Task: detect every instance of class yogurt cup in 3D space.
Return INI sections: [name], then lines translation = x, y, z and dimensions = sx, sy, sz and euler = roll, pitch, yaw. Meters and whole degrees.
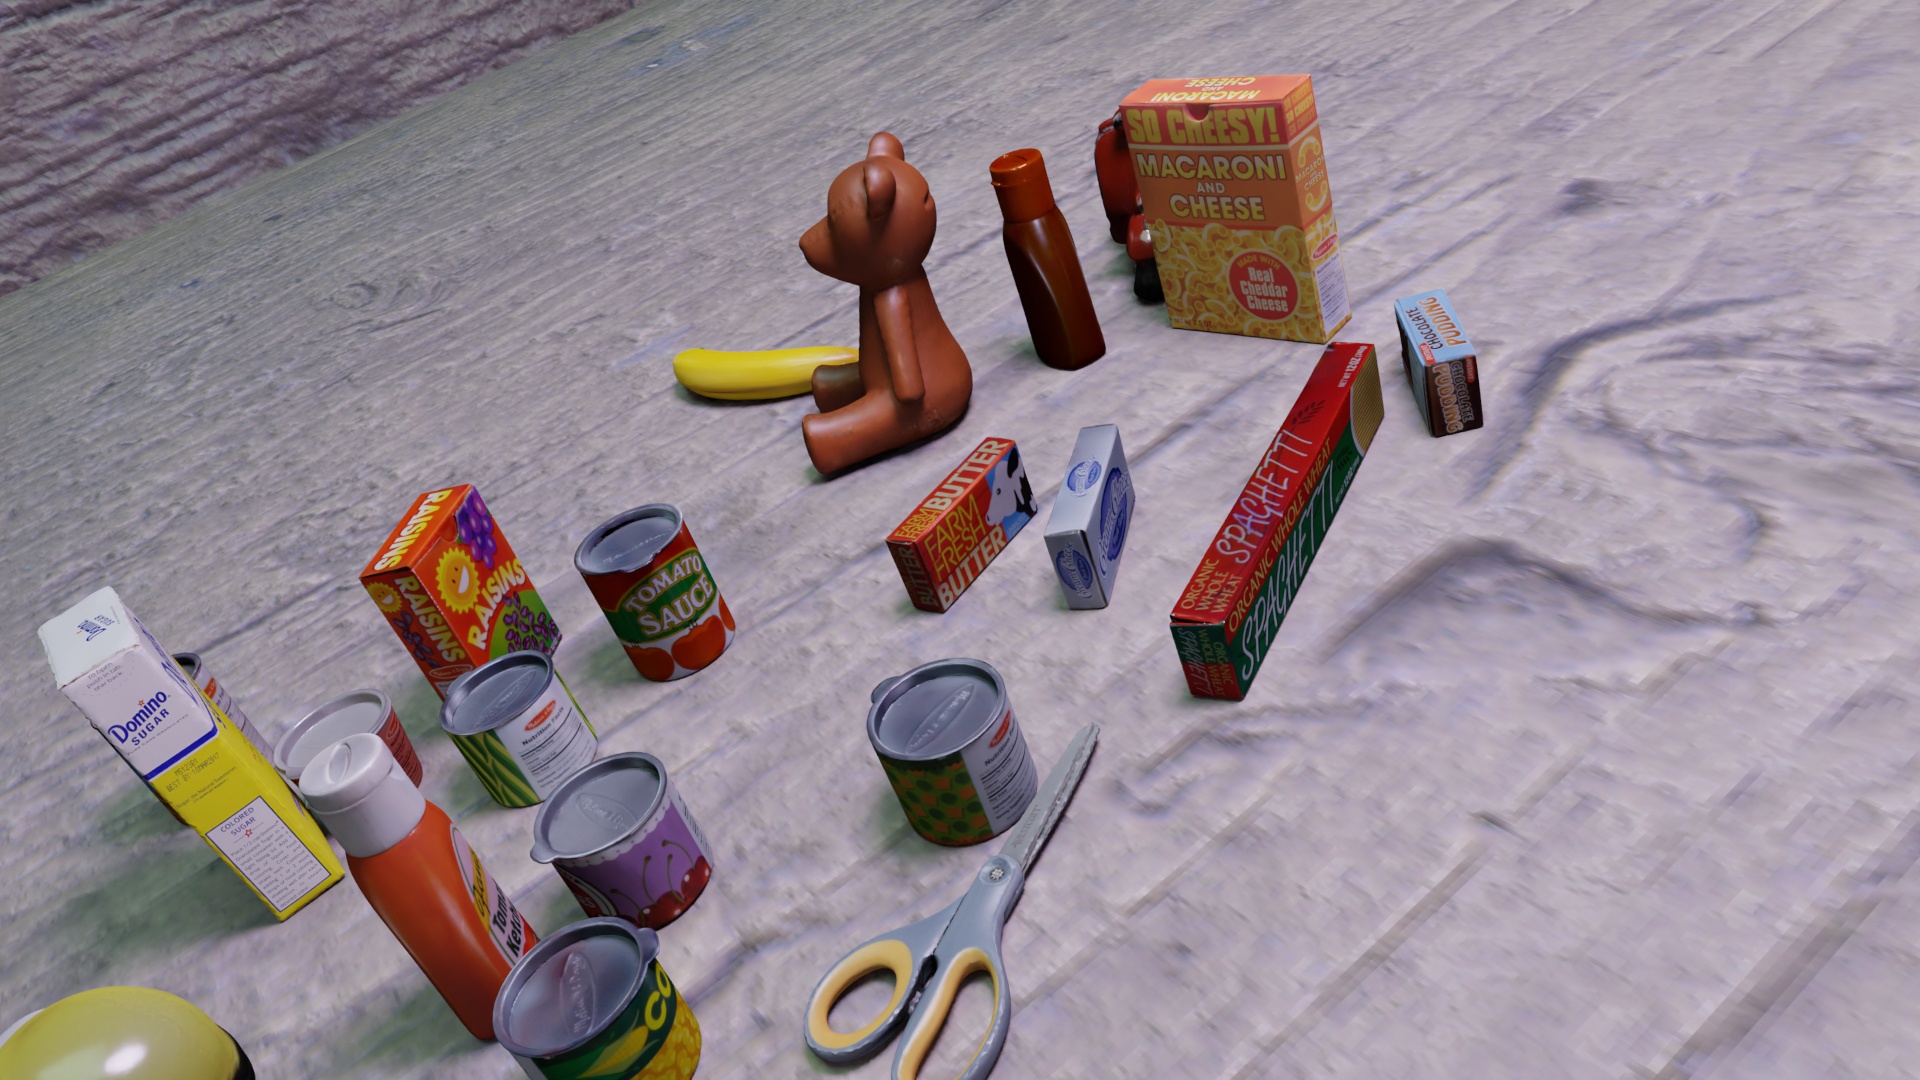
[yogurt cup]
translation = -0.345, 0.126, 0.792
dimensions = 0.072, 0.053, 0.073
euler = -14, 33, 10

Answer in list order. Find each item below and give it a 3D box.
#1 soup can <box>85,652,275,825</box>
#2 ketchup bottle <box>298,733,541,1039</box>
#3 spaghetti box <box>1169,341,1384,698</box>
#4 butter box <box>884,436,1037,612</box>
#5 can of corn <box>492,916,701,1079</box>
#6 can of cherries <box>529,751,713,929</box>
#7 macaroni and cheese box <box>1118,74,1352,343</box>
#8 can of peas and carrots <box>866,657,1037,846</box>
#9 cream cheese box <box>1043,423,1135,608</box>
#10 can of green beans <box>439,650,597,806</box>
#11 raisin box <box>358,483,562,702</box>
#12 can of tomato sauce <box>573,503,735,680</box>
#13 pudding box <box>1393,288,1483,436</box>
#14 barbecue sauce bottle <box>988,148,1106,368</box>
[soup can]
translation = -0.470, 0.121, 0.840
dimensions = 0.071, 0.083, 0.072
euler = -14, 33, 10
[ketchup bottle]
translation = -0.233, 0.150, 0.607
dimensions = 0.043, 0.148, 0.065
euler = -26, 33, -8
[spaghetti box]
translation = 0.171, -0.018, 0.725
dimensions = 0.028, 0.050, 0.251
euler = 4, 40, 34
[butter box]
translation = 0.003, -0.010, 0.803
dimensions = 0.024, 0.053, 0.104
euler = 10, 43, 39
[can of corn]
translation = -0.145, 0.198, 0.570
dimensions = 0.071, 0.058, 0.071
euler = -14, 33, 10
[can of cherries]
translation = -0.161, 0.145, 0.658
dimensions = 0.071, 0.058, 0.072
euler = -14, 33, 10
[macaroni and cheese box]
translation = 0.179, -0.213, 0.901
dimensions = 0.124, 0.165, 0.040
euler = 15, 46, 42
[can of peas and carrots]
translation = -0.005, 0.097, 0.643
dimensions = 0.071, 0.058, 0.071
euler = -14, 33, 10
[cream cheese box]
translation = 0.074, -0.014, 0.770
dimensions = 0.024, 0.053, 0.104
euler = -6, 35, 22
[can of green beans]
translation = -0.242, 0.103, 0.765
dimensions = 0.071, 0.057, 0.071
euler = -14, 33, 10
[raisin box]
translation = -0.292, 0.041, 0.825
dimensions = 0.040, 0.123, 0.086
euler = -10, 34, 16
[can of tomato sauce]
translation = -0.176, 0.031, 0.812
dimensions = 0.071, 0.082, 0.071
euler = -14, 33, 10
[pudding box]
translation = 0.273, -0.103, 0.795
dimensions = 0.030, 0.049, 0.084
euler = -12, 33, 13
[barbecue sauce bottle]
translation = 0.057, -0.193, 0.955
dimensions = 0.044, 0.148, 0.065
euler = -30, 33, -14
